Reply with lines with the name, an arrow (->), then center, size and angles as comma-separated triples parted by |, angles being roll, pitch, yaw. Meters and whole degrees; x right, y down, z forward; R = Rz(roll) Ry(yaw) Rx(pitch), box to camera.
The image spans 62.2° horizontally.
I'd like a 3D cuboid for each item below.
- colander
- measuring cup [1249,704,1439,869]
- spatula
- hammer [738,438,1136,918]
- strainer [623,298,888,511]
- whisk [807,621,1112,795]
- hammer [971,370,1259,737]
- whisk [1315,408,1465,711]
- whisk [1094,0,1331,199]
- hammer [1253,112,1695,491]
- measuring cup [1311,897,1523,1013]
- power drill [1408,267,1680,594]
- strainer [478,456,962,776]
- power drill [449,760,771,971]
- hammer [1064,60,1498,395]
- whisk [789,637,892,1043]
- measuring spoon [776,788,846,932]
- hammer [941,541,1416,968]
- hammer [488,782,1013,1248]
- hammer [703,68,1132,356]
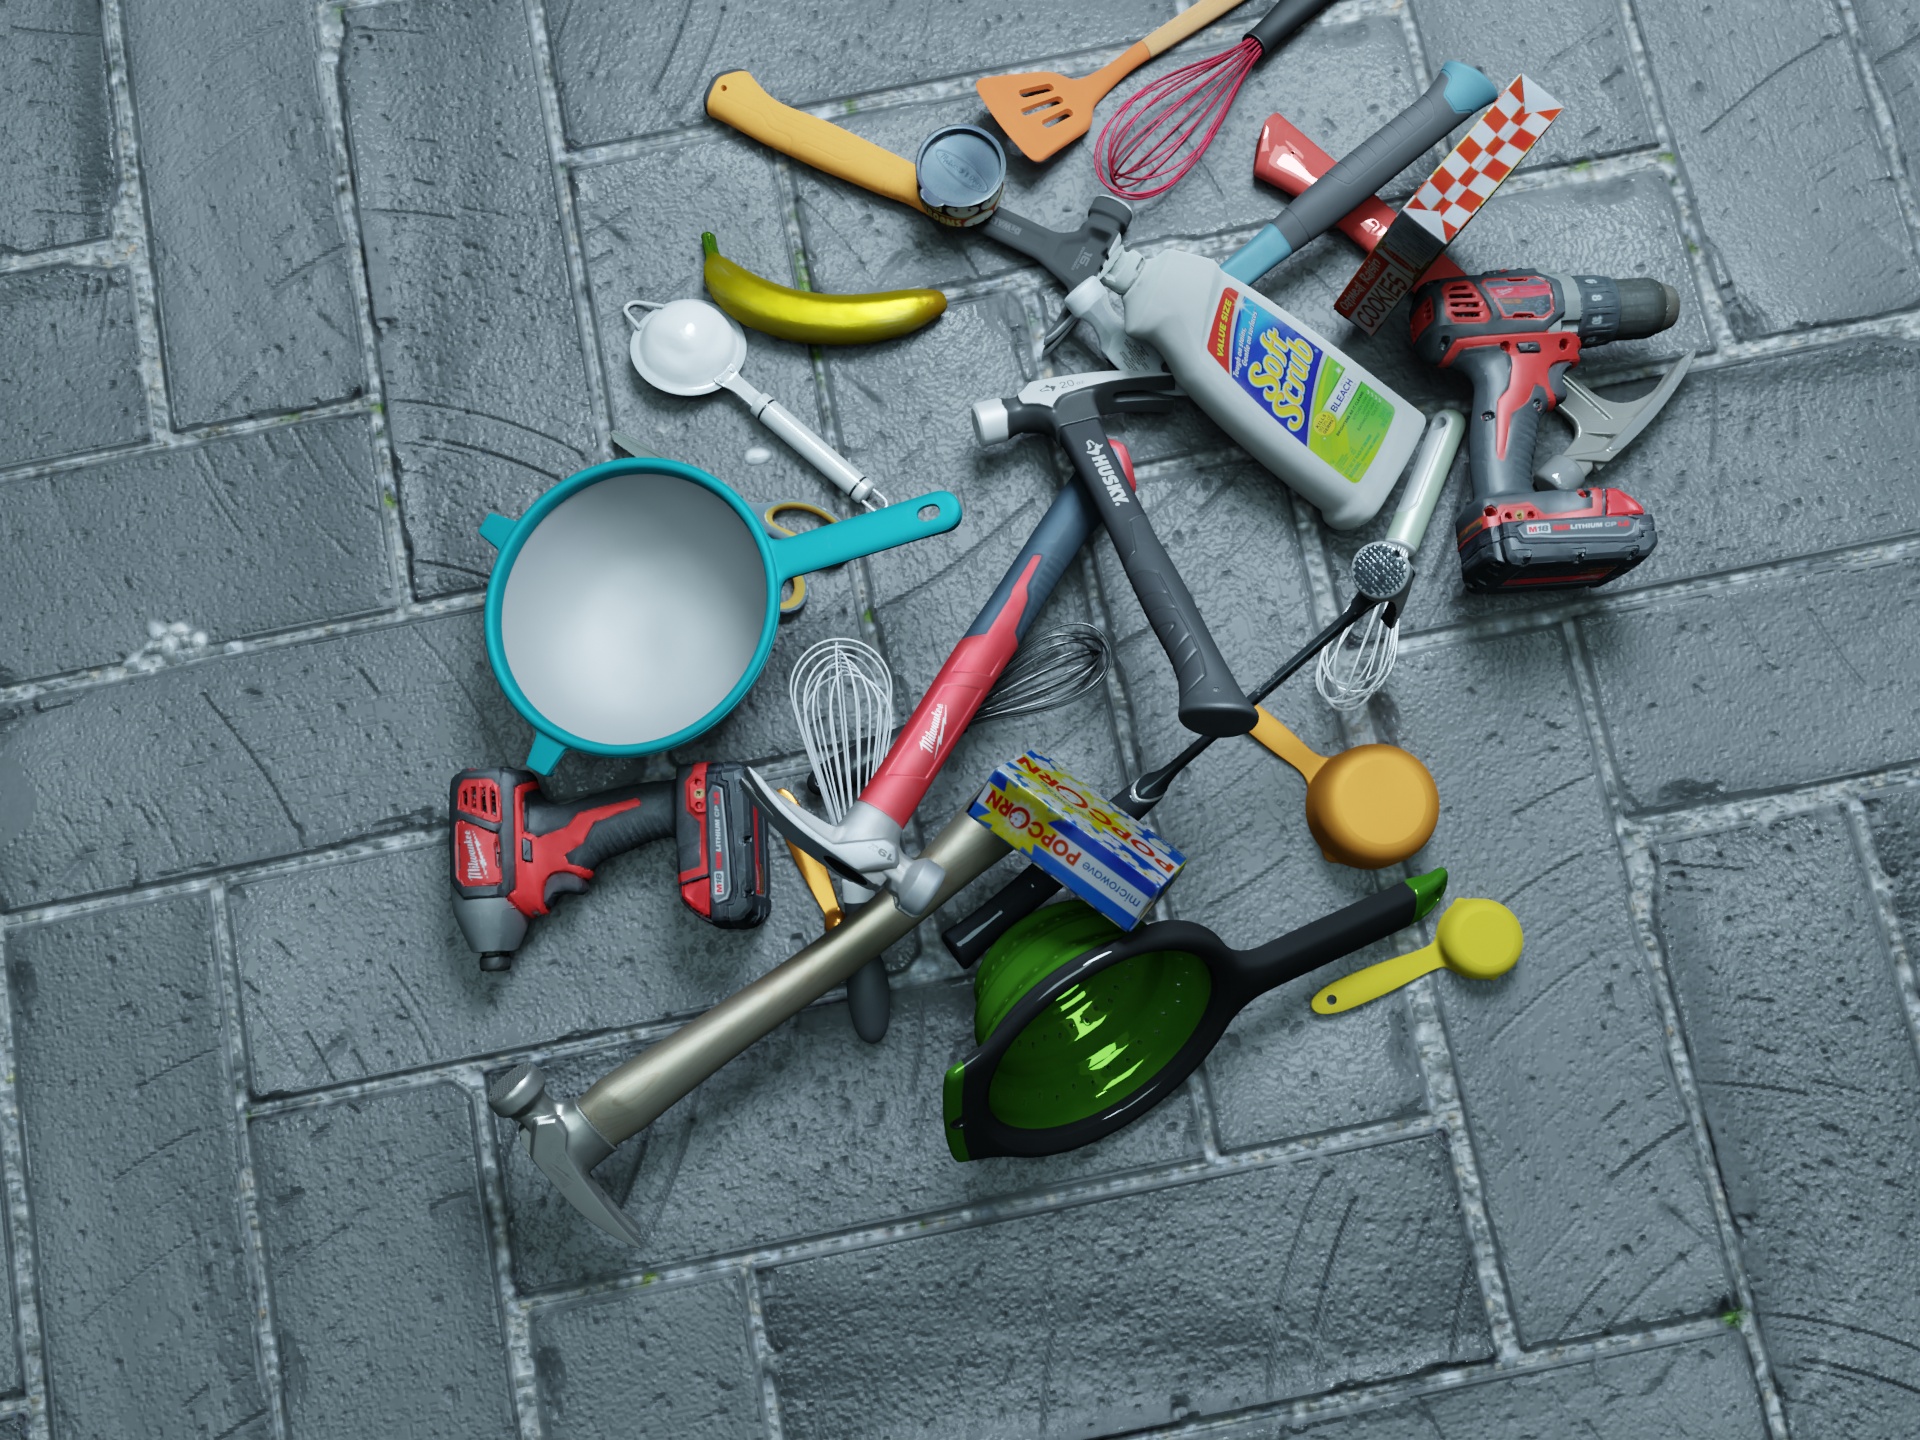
colander -> 0.149, 0.160, 1.082 | 0.397, 0.204, 0.095 | -21, 46, -18
measuring cup -> 0.258, 0.033, 1.119 | 0.173, 0.052, 0.095 | 39, 84, 4
spatula -> 0.162, -0.530, 1.217 | 0.322, 0.041, 0.081 | -34, 81, -5
hammer -> 0.006, -0.060, 1.080 | 0.143, 0.038, 0.386 | 34, 63, -4
strainer -> -0.151, -0.240, 1.180 | 0.258, 0.050, 0.087 | 40, 70, 3
whisk -> -0.002, -0.005, 1.136 | 0.239, 0.055, 0.055 | -25, 82, 2
hammer -> 0.122, -0.120, 1.060 | 0.146, 0.035, 0.335 | -15, 51, -7
whisk -> 0.314, -0.119, 1.148 | 0.059, 0.058, 0.246 | 31, 76, -29
whisk -> 0.209, -0.499, 1.205 | 0.073, 0.073, 0.296 | 43, 78, 7
hammer -> 0.365, -0.331, 1.184 | 0.359, 0.036, 0.149 | 44, 84, 7
measuring cup -> 0.319, 0.171, 1.108 | 0.156, 0.029, 0.062 | -22, 81, -4
power drill -> 0.422, -0.210, 1.111 | 0.188, 0.080, 0.227 | -4, 78, -4
strainer -> -0.158, -0.089, 1.116 | 0.340, 0.095, 0.211 | -16, 77, 5
power drill -> -0.248, 0.099, 1.111 | 0.219, 0.078, 0.143 | -4, 81, 3
hammer -> 0.242, -0.359, 1.151 | 0.331, 0.033, 0.128 | -38, 102, 6
whisk -> -0.075, 0.085, 1.100 | 0.070, 0.070, 0.284 | -4, 95, 0
measuring spoon -> -0.107, 0.101, 1.137 | 0.021, 0.011, 0.117 | -24, 81, -3
hammer -> 0.142, 0.033, 1.073 | 0.409, 0.149, 0.036 | -42, 76, 13
hammer -> -0.103, 0.182, 1.065 | 0.410, 0.038, 0.146 | -36, 106, -4
hammer -> -0.046, -0.401, 1.204 | 0.337, 0.034, 0.127 | 27, 81, 5
